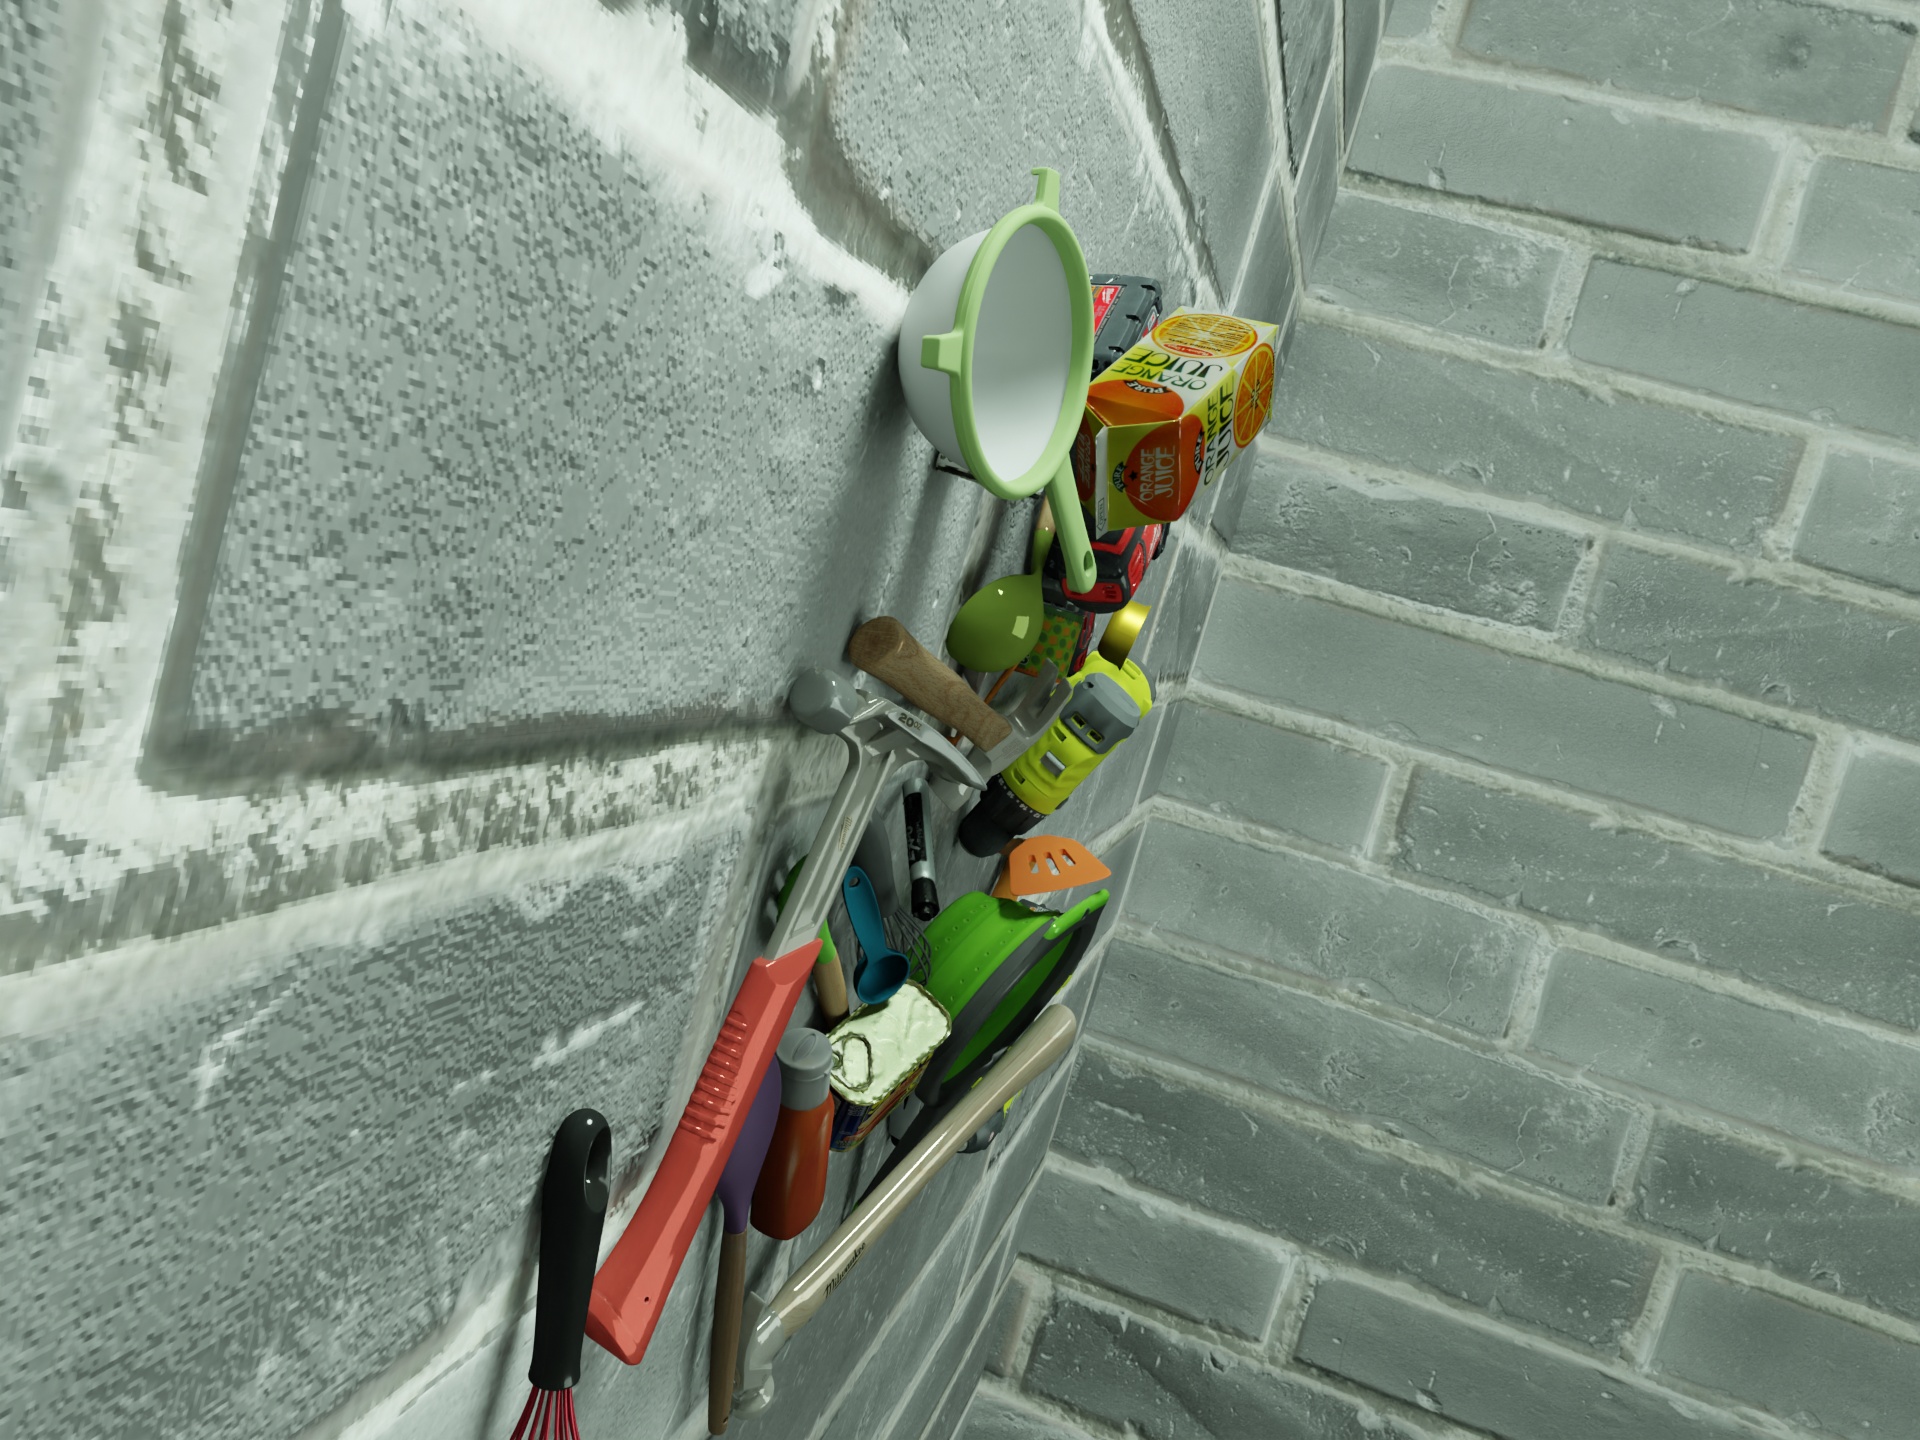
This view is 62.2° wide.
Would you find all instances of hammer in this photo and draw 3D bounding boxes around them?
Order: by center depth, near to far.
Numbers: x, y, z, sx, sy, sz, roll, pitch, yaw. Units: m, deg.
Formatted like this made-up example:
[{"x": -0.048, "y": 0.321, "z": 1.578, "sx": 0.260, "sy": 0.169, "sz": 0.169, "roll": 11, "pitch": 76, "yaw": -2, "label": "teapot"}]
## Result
[{"x": -0.101, "y": 0.159, "z": 0.841, "sx": 0.149, "sy": 0.037, "sz": 0.359, "roll": 36, "pitch": 73, "yaw": -48, "label": "hammer"}, {"x": -0.004, "y": -0.014, "z": 1.049, "sx": 0.130, "sy": 0.031, "sz": 0.331, "roll": -40, "pitch": 162, "yaw": 4, "label": "hammer"}, {"x": -0.035, "y": 0.340, "z": 1.211, "sx": 0.411, "sy": 0.038, "sz": 0.146, "roll": -38, "pitch": 147, "yaw": -41, "label": "hammer"}, {"x": 0.008, "y": 0.242, "z": 1.531, "sx": 0.127, "sy": 0.034, "sz": 0.337, "roll": 94, "pitch": 18, "yaw": -50, "label": "hammer"}]

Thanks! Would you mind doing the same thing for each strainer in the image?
[{"x": 0.024, "y": -0.164, "z": 0.882, "sx": 0.151, "sy": 0.069, "sz": 0.256, "roll": -62, "pitch": 150, "yaw": -29, "label": "strainer"}]

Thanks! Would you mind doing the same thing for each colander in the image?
[{"x": -0.027, "y": 0.269, "z": 1.321, "sx": 0.204, "sy": 0.094, "sz": 0.397, "roll": -20, "pitch": 145, "yaw": -59, "label": "colander"}]

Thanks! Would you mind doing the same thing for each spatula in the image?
[{"x": -0.142, "y": 0.336, "z": 1.001, "sx": 0.060, "sy": 0.018, "sz": 0.315, "roll": -26, "pitch": 132, "yaw": -50, "label": "spatula"}, {"x": 0.058, "y": 0.121, "z": 1.391, "sx": 0.322, "sy": 0.081, "sz": 0.041, "roll": 150, "pitch": -71, "yaw": -83, "label": "spatula"}]

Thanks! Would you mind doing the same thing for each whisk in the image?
[{"x": -0.188, "y": 0.317, "z": 0.726, "sx": 0.073, "sy": 0.073, "sz": 0.296, "roll": -22, "pitch": 122, "yaw": -74, "label": "whisk"}, {"x": -0.054, "y": 0.120, "z": 1.072, "sx": 0.238, "sy": 0.055, "sz": 0.055, "roll": 82, "pitch": 28, "yaw": -53, "label": "whisk"}]

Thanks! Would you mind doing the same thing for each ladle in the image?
[{"x": 0.057, "y": -0.160, "z": 1.207, "sx": 0.078, "sy": 0.062, "sz": 0.320, "roll": 98, "pitch": 8, "yaw": -51, "label": "ladle"}]

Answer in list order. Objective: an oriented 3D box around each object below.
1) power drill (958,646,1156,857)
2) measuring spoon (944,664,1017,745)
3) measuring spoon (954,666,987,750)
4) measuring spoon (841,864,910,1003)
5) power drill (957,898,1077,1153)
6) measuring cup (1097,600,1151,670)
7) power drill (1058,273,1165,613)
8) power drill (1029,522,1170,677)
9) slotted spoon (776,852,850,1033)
[{"x": 0.088, "y": 0.025, "z": 1.409, "sx": 0.190, "sy": 0.080, "sz": 0.228, "roll": -47, "pitch": 179, "yaw": 20, "label": "power drill"}, {"x": 0.018, "y": -0.018, "z": 1.176, "sx": 0.117, "sy": 0.011, "sz": 0.021, "roll": -52, "pitch": 176, "yaw": 16, "label": "measuring spoon"}, {"x": -0.002, "y": -0.004, "z": 1.208, "sx": 0.034, "sy": 0.018, "sz": 0.124, "roll": -46, "pitch": 158, "yaw": -63, "label": "measuring spoon"}, {"x": -0.064, "y": 0.136, "z": 1.044, "sx": 0.042, "sy": 0.021, "sz": 0.128, "roll": -30, "pitch": 133, "yaw": -20, "label": "measuring spoon"}, {"x": 0.045, "y": 0.298, "z": 1.522, "sx": 0.171, "sy": 0.080, "sz": 0.223, "roll": -37, "pitch": 147, "yaw": -72, "label": "power drill"}, {"x": 0.141, "y": -0.079, "z": 1.403, "sx": 0.156, "sy": 0.029, "sz": 0.062, "roll": -49, "pitch": 164, "yaw": -84, "label": "measuring cup"}, {"x": 0.104, "y": -0.199, "z": 1.135, "sx": 0.219, "sy": 0.078, "sz": 0.143, "roll": 75, "pitch": 32, "yaw": -44, "label": "power drill"}, {"x": 0.119, "y": -0.165, "z": 1.374, "sx": 0.227, "sy": 0.080, "sz": 0.187, "roll": -56, "pitch": 159, "yaw": -45, "label": "power drill"}, {"x": -0.087, "y": 0.160, "z": 1.019, "sx": 0.313, "sy": 0.031, "sz": 0.070, "roll": 89, "pitch": 22, "yaw": -60, "label": "slotted spoon"}]
